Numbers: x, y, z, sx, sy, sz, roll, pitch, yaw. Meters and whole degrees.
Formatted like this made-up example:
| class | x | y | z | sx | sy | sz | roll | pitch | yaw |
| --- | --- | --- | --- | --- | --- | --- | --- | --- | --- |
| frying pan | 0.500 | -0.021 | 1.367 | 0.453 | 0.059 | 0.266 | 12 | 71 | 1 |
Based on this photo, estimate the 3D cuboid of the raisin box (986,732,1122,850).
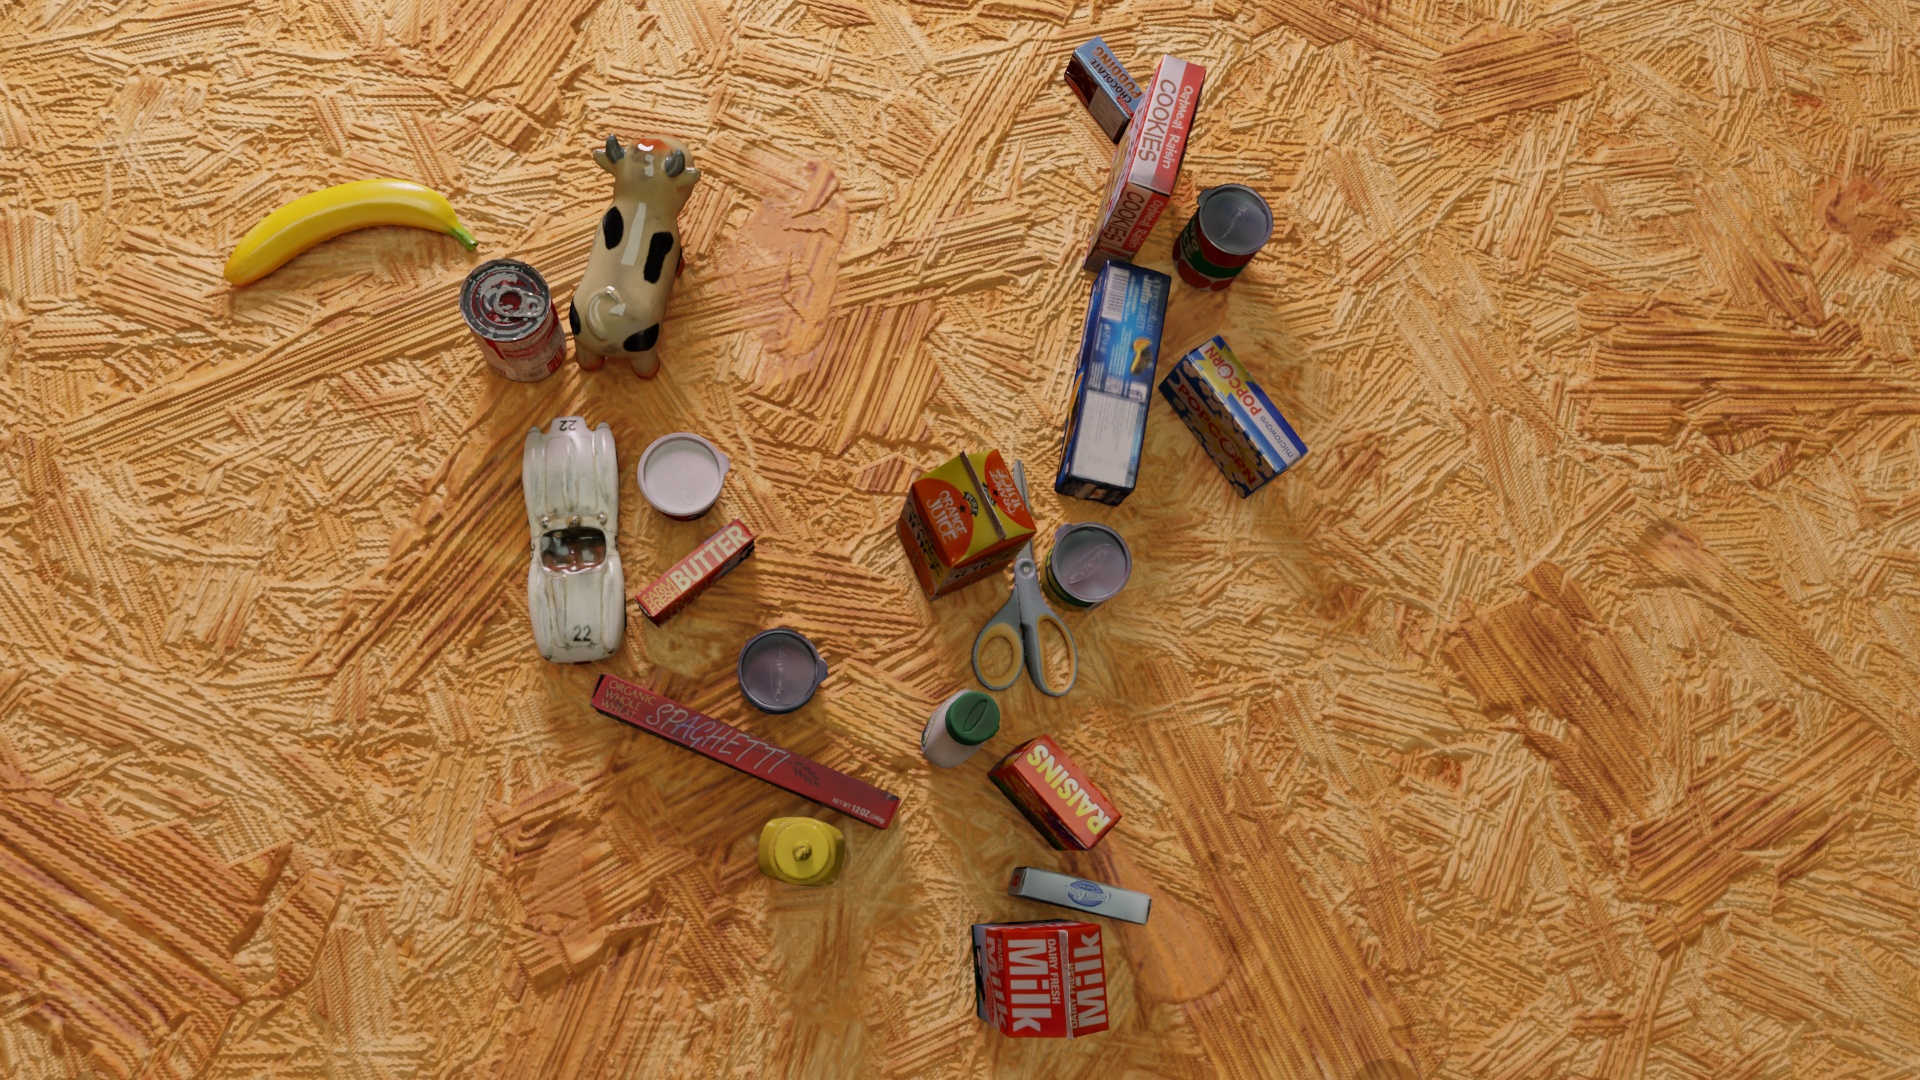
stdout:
| class | x | y | z | sx | sy | sz | roll | pitch | yaw |
| --- | --- | --- | --- | --- | --- | --- | --- | --- | --- |
| raisin box | 0.069 | 0.195 | 1.067 | 0.040 | 0.123 | 0.086 | -41 | 85 | -14 |

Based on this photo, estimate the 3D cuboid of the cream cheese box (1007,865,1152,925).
| class | x | y | z | sx | sy | sz | roll | pitch | yaw |
| --- | --- | --- | --- | --- | --- | --- | --- | --- | --- |
| cream cheese box | 0.093 | 0.277 | 1.087 | 0.104 | 0.053 | 0.024 | 14 | 76 | -5 |

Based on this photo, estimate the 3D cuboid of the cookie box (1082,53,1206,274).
| class | x | y | z | sx | sy | sz | roll | pitch | yaw |
| --- | --- | --- | --- | --- | --- | --- | --- | --- | --- |
| cookie box | 0.154 | -0.312 | 1.178 | 0.040 | 0.167 | 0.123 | 17 | 75 | -4 |

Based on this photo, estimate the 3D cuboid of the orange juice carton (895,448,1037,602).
| class | x | y | z | sx | sy | sz | roll | pitch | yaw |
| --- | --- | --- | --- | --- | --- | --- | --- | --- | --- |
| orange juice carton | 0.004 | -0.013 | 1.071 | 0.073 | 0.192 | 0.072 | -23 | 81 | -12 |

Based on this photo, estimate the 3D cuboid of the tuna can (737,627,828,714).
| class | x | y | z | sx | sy | sz | roll | pitch | yaw |
| --- | --- | --- | --- | --- | --- | --- | --- | --- | --- |
| tuna can | -0.142 | 0.105 | 1.105 | 0.071 | 0.032 | 0.071 | 2 | 76 | -8 |

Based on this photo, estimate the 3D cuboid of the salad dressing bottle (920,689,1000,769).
| class | x | y | z | sx | sy | sz | roll | pitch | yaw |
| --- | --- | --- | --- | --- | --- | --- | --- | --- | --- |
| salad dressing bottle | 0.002 | 0.141 | 1.057 | 0.044 | 0.147 | 0.064 | 35 | 75 | 1 |

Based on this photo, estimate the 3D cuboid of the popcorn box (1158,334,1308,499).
| class | x | y | z | sx | sy | sz | roll | pitch | yaw |
| --- | --- | --- | --- | --- | --- | --- | --- | --- | --- |
| popcorn box | 0.230 | -0.104 | 1.182 | 0.038 | 0.085 | 0.127 | -35 | 84 | -14 |

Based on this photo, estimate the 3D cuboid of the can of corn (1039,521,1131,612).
| class | x | y | z | sx | sy | sz | roll | pitch | yaw |
| --- | --- | --- | --- | --- | --- | --- | --- | --- | --- |
| can of corn | 0.100 | 0.021 | 1.147 | 0.071 | 0.058 | 0.071 | 2 | 77 | -8 |

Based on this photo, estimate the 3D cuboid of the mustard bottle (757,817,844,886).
| class | x | y | z | sx | sy | sz | roll | pitch | yaw |
| --- | --- | --- | --- | --- | --- | --- | --- | --- | --- |
| mustard bottle | -0.115 | 0.227 | 1.013 | 0.065 | 0.160 | 0.049 | 10 | 76 | -6 |

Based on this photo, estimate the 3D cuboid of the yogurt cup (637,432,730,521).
| class | x | y | z | sx | sy | sz | roll | pitch | yaw |
| --- | --- | --- | --- | --- | --- | --- | --- | --- | --- |
| yogurt cup | -0.223 | -0.047 | 1.119 | 0.072 | 0.054 | 0.072 | 2 | 77 | -8 |

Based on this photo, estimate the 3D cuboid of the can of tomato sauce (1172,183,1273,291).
| class | x | y | z | sx | sy | sz | roll | pitch | yaw |
| --- | --- | --- | --- | --- | --- | --- | --- | --- | --- |
| can of tomato sauce | 0.227 | -0.266 | 1.221 | 0.071 | 0.083 | 0.071 | 2 | 77 | -8 |

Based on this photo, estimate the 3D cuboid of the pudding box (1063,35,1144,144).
| class | x | y | z | sx | sy | sz | roll | pitch | yaw |
| --- | --- | --- | --- | --- | --- | --- | --- | --- | --- |
| pudding box | 0.133 | -0.408 | 1.259 | 0.030 | 0.049 | 0.084 | -35 | 84 | -14 |

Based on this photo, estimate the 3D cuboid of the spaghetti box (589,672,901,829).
| class | x | y | z | sx | sy | sz | roll | pitch | yaw |
| --- | --- | --- | --- | --- | --- | --- | --- | --- | --- |
| spaghetti box | -0.167 | 0.165 | 1.078 | 0.250 | 0.050 | 0.029 | 23 | 75 | -2 |

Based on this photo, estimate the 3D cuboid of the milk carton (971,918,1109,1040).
| class | x | y | z | sx | sy | sz | roll | pitch | yaw |
| --- | --- | --- | --- | --- | --- | --- | --- | --- | --- |
| milk carton | 0.058 | 0.313 | 1.002 | 0.073 | 0.190 | 0.072 | -1 | 77 | -8 |

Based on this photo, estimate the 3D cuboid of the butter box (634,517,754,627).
| class | x | y | z | sx | sy | sz | roll | pitch | yaw |
| --- | --- | --- | --- | --- | --- | --- | --- | --- | --- |
| butter box | -0.209 | 0.026 | 1.103 | 0.104 | 0.053 | 0.024 | -39 | 85 | -15 |
